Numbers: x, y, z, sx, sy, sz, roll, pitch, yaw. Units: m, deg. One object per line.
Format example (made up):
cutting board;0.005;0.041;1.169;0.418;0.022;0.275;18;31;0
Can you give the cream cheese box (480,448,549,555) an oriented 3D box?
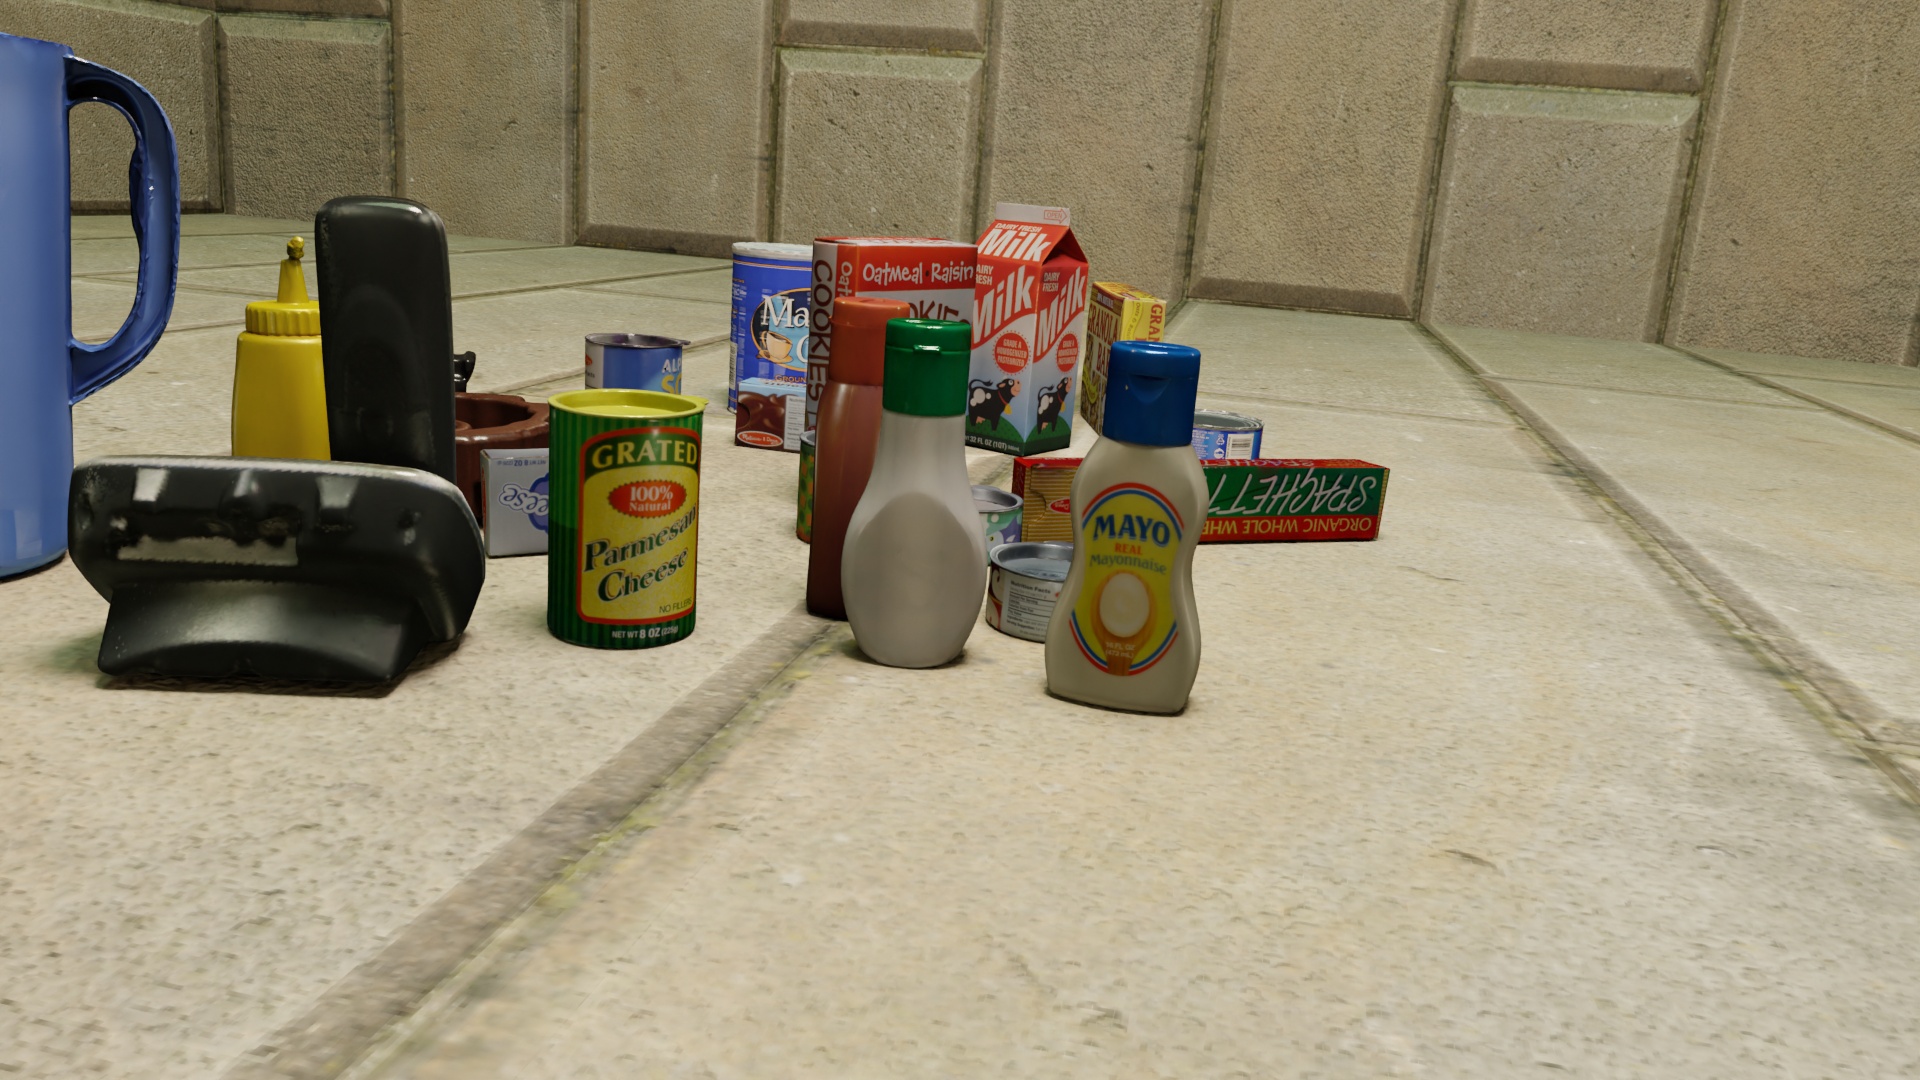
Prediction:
cream cheese box;-0.200;-0.022;0.739;0.104;0.053;0.024;-4;16;-30

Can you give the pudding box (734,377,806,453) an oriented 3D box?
pudding box;-0.124;-0.092;1.037;0.084;0.049;0.030;7;14;12

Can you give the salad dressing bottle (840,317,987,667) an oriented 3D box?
salad dressing bottle;-0.018;-0.021;0.601;0.064;0.147;0.044;4;14;-1

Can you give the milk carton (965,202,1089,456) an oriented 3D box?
milk carton;0.049;-0.168;1.099;0.072;0.190;0.074;14;17;34

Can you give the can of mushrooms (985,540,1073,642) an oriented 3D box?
can of mushrooms;0.046;0.024;0.672;0.071;0.033;0.071;4;14;-1

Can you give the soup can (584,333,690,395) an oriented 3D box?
soup can;-0.224;-0.098;0.964;0.071;0.083;0.071;4;14;-1

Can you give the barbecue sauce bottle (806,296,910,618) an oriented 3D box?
barbecue sauce bottle;-0.047;-0.041;0.666;0.044;0.148;0.065;7;14;12

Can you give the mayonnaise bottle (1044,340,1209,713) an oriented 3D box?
mayonnaise bottle;0.072;-0.006;0.568;0.065;0.147;0.041;7;14;12

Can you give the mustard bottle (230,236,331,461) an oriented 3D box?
mustard bottle;-0.305;-0.059;0.640;0.049;0.159;0.065;4;14;-1

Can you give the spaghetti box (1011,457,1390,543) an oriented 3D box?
spaghetti box;0.150;-0.025;0.856;0.250;0.050;0.029;-1;15;-20

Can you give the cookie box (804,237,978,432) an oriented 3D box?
cookie box;-0.045;-0.108;0.885;0.040;0.167;0.123;14;17;33

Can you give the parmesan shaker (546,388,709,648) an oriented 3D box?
parmesan shaker;-0.145;-0.011;0.613;0.071;0.102;0.071;4;14;-1

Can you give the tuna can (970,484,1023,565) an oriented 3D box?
tuna can;0.003;-0.010;0.791;0.071;0.032;0.071;4;14;-1

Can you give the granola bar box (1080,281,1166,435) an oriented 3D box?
granola bar box;0.139;-0.156;1.211;0.039;0.123;0.166;3;14;-5

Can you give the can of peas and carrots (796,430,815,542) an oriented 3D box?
can of peas and carrots;-0.060;-0.030;0.797;0.071;0.058;0.071;4;14;-1
